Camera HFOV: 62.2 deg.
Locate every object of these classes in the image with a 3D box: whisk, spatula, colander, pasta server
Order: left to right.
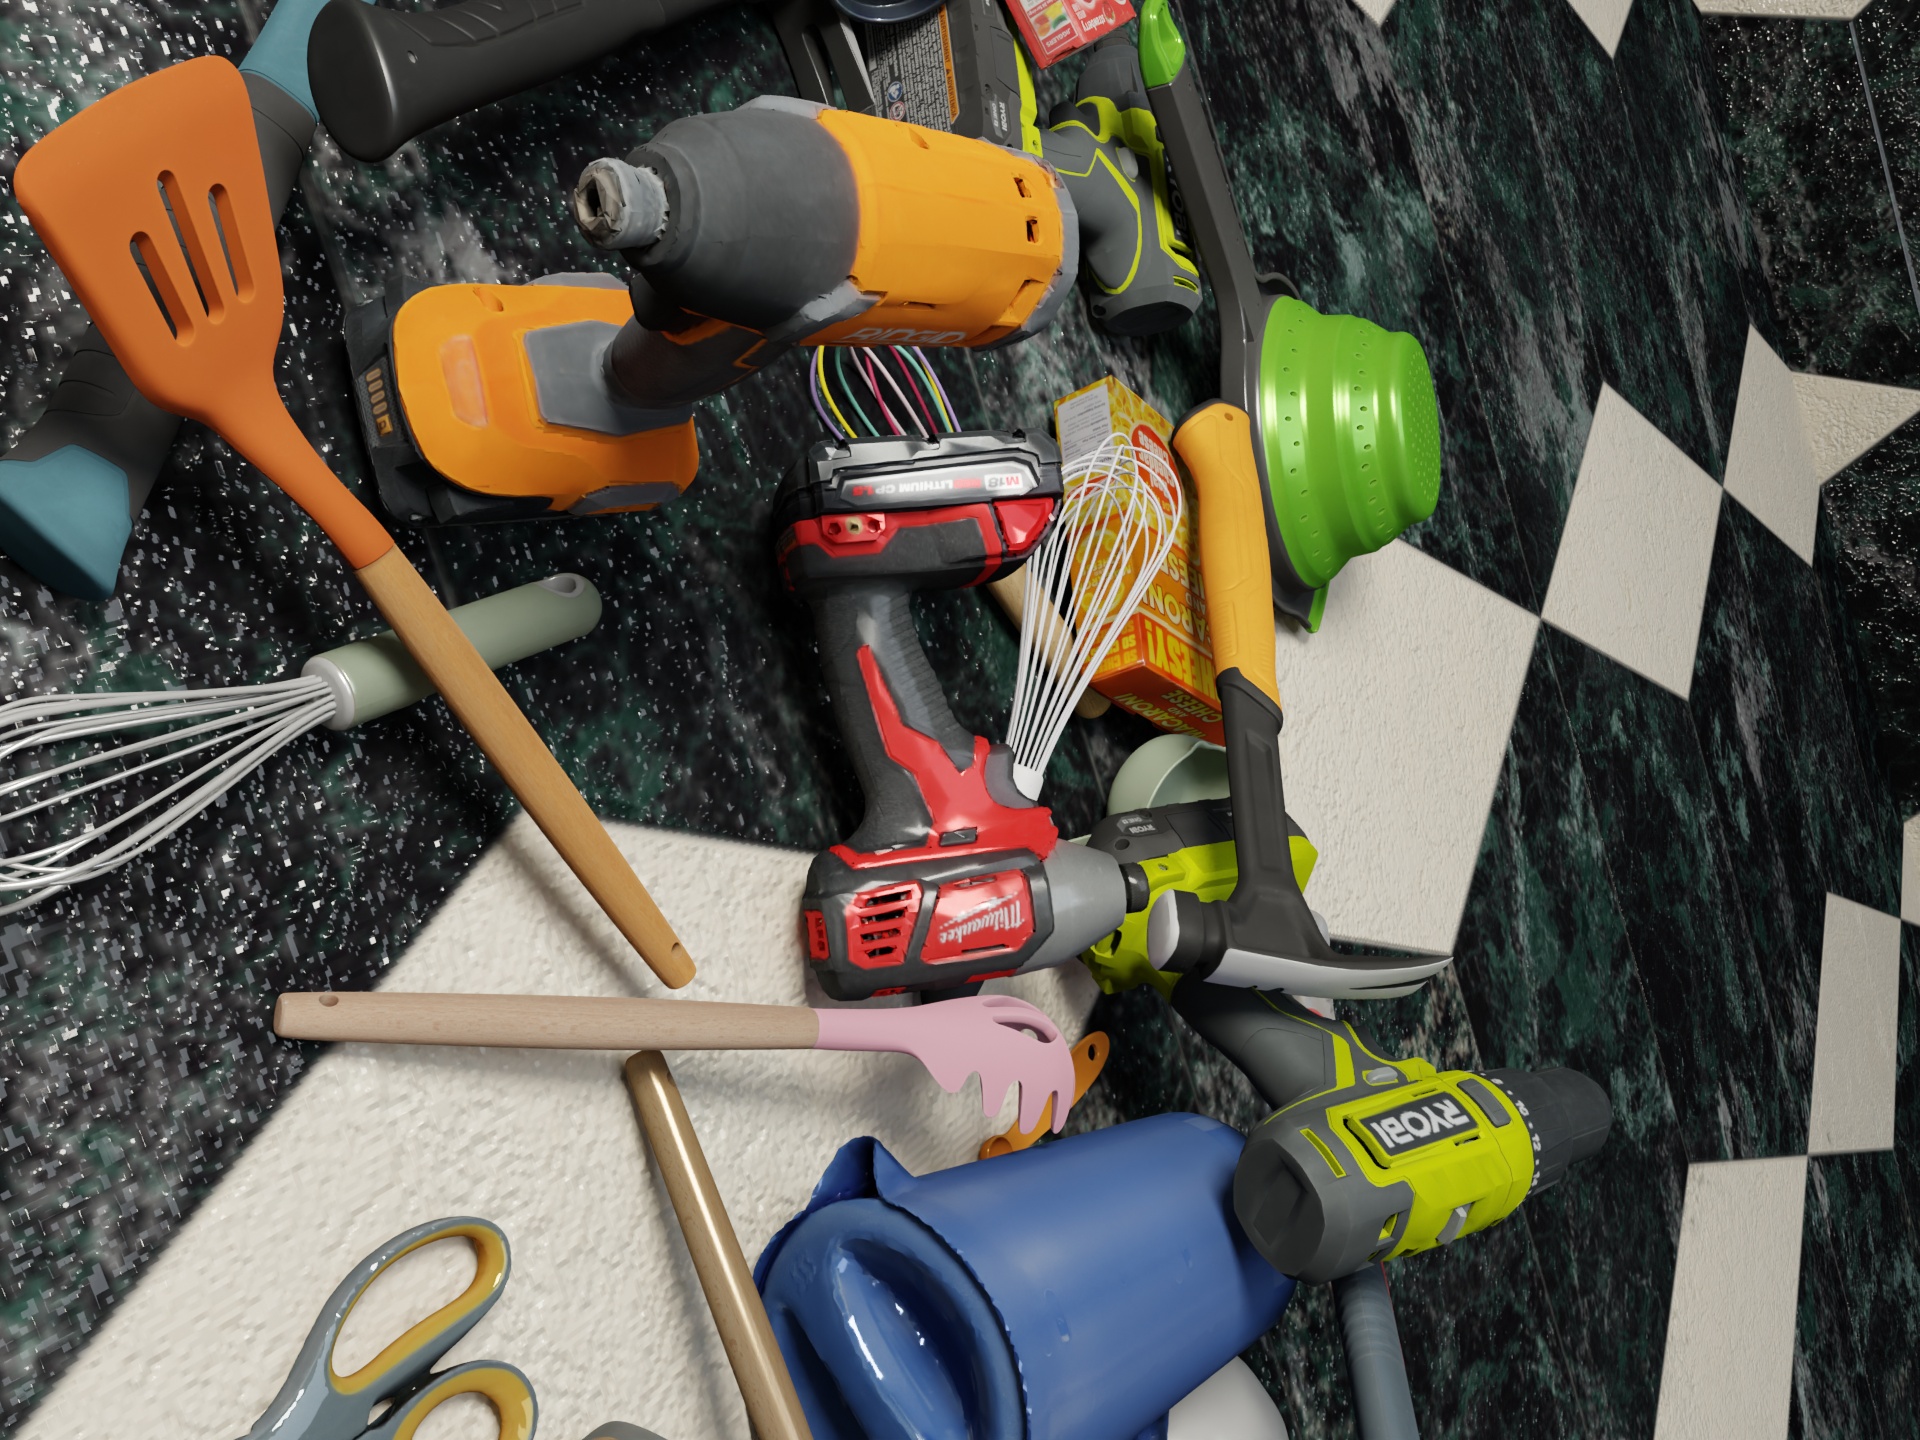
[{"bbox_3d":[-0.202,-0.005,0.490,0.246,0.058,0.059,-31,139,-51],"label":"whisk"},{"bbox_3d":[-0.159,-0.032,0.485,0.322,0.041,0.081,61,36,-30],"label":"spatula"},{"bbox_3d":[-0.080,0.116,0.571,0.316,0.060,0.040,9,114,-35],"label":"pasta server"},{"bbox_3d":[0.011,-0.092,0.756,0.244,0.051,0.047,53,40,-31],"label":"whisk"},{"bbox_3d":[0.034,-0.001,0.720,0.070,0.070,0.285,30,73,-41],"label":"whisk"},{"bbox_3d":[0.198,-0.223,0.894,0.396,0.094,0.205,61,37,-39],"label":"colander"}]

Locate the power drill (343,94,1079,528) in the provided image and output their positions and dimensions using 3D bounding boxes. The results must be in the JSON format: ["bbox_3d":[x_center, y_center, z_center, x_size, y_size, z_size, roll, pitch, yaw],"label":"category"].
[{"bbox_3d":[-0.097,-0.123,0.493,0.164,0.226,0.084,-13,91,-50],"label":"power drill"}]

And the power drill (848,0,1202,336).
[{"bbox_3d":[0.043,-0.308,0.825,0.223,0.080,0.171,3,78,-53],"label":"power drill"}]

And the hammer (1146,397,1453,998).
[{"bbox_3d":[0.143,-0.026,0.756,0.127,0.034,0.337,10,53,-12],"label":"hammer"}]

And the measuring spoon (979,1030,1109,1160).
[{"bbox_3d":[0.040,0.178,0.747,0.117,0.011,0.021,-34,105,-52],"label":"measuring spoon"}]

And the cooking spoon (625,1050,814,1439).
[{"bbox_3d":[-0.051,0.259,0.532,0.319,0.017,0.068,65,10,16],"label":"cooking spoon"}]

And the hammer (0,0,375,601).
[{"bbox_3d":[-0.227,-0.189,0.511,0.128,0.033,0.331,34,57,-38],"label":"hammer"}]

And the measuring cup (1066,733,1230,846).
[{"bbox_3d":[0.073,0.054,0.797,0.167,0.038,0.083,-15,116,-32],"label":"measuring cup"}]

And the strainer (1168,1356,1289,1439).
[{"bbox_3d":[0.081,0.340,0.705,0.256,0.069,0.152,23,64,-46],"label":"strainer"}]

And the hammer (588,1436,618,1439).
[{"bbox_3d":[-0.048,0.363,0.520,0.130,0.031,0.331,-48,119,-44],"label":"hammer"}]

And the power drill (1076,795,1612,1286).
[{"bbox_3d":[0.165,0.135,0.721,0.190,0.229,0.080,-6,129,-32],"label":"power drill"}]

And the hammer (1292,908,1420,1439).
[{"bbox_3d":[0.180,0.247,0.728,0.387,0.038,0.143,-79,156,-64],"label":"hammer"}]

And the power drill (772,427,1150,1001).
[{"bbox_3d":[-0.001,-0.002,0.655,0.143,0.078,0.220,-6,85,-14],"label":"power drill"}]

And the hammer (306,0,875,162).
[{"bbox_3d":[-0.126,-0.264,0.597,0.146,0.035,0.335,60,31,-21],"label":"hammer"}]
